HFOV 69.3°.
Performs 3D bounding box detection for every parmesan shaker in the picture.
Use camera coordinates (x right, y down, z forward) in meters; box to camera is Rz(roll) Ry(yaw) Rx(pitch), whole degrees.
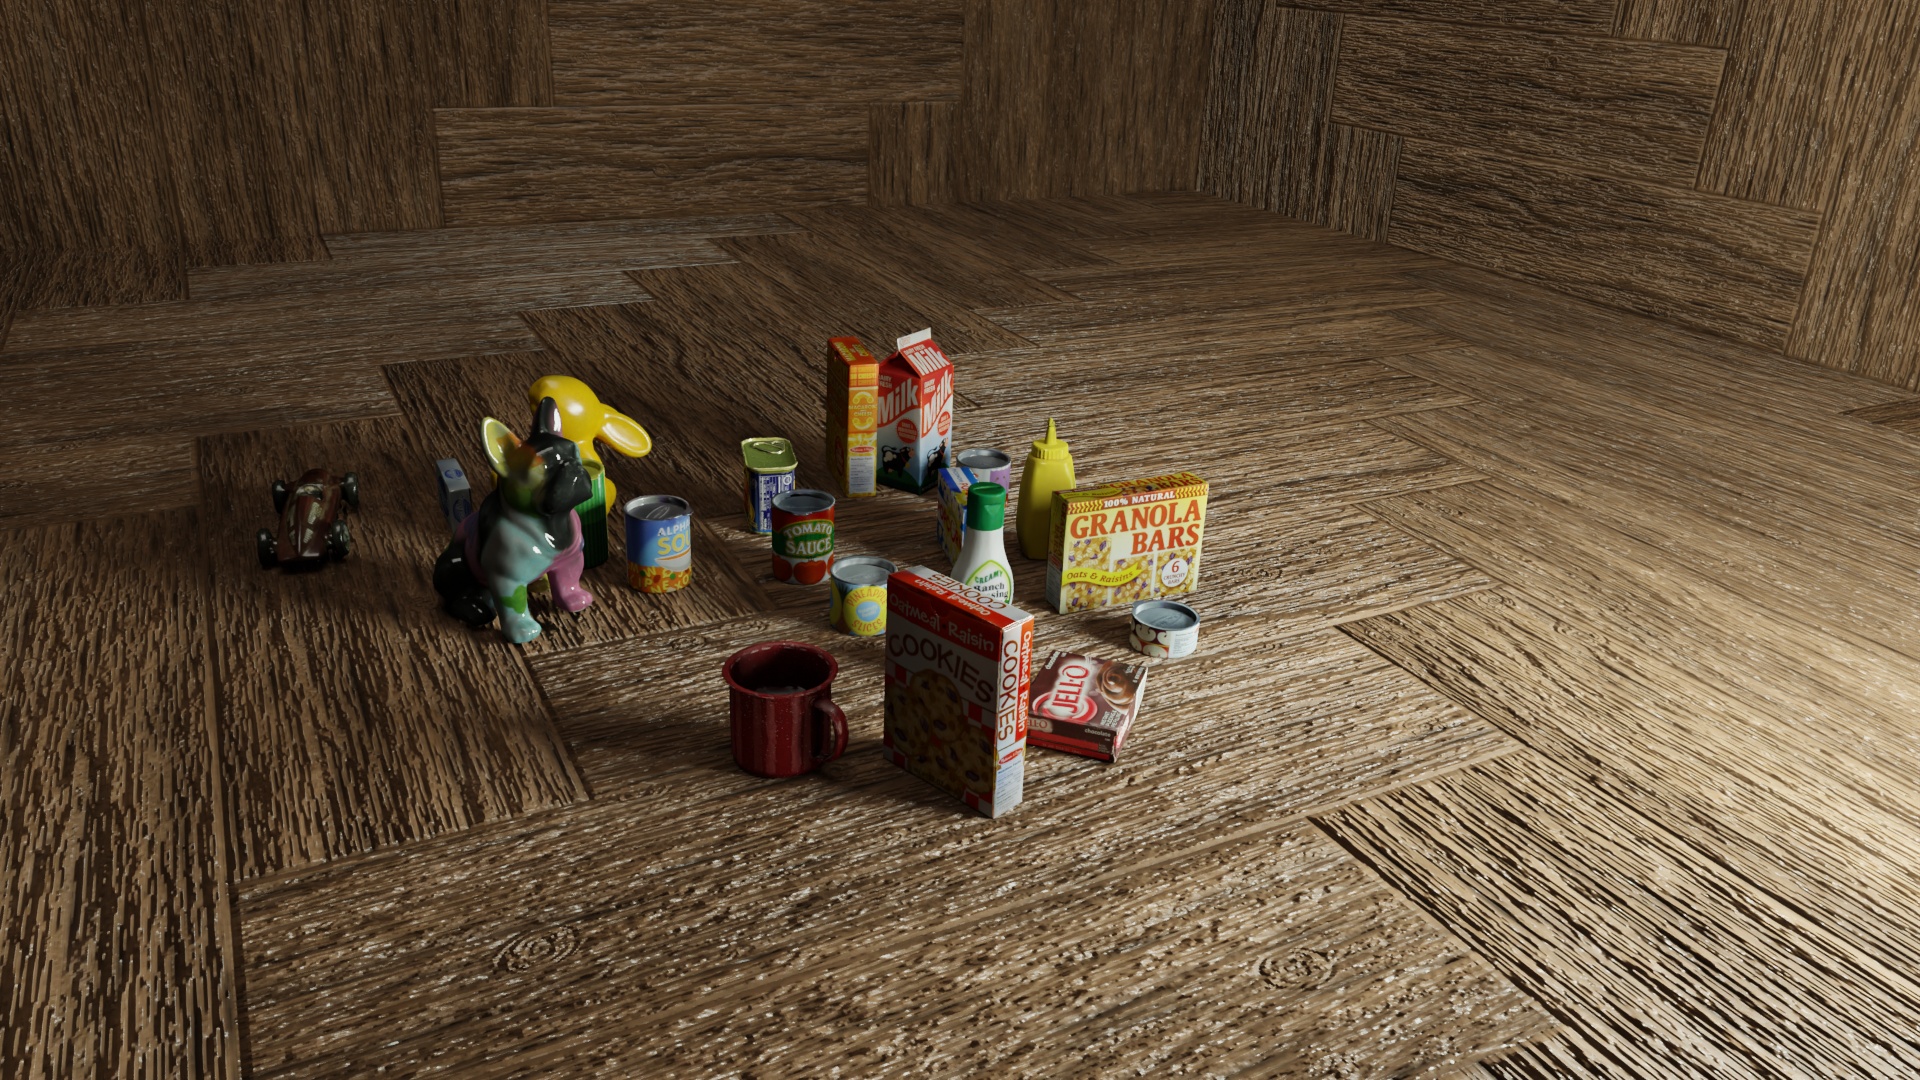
[{"bbox_3d":[-0.404,-0.027,1.459,0.071,0.102,0.071,2,23,-1],"label":"parmesan shaker"}]

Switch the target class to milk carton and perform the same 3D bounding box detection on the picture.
[{"bbox_3d":[-0.058,-0.160,1.693,0.073,0.189,0.073,16,26,28],"label":"milk carton"}]

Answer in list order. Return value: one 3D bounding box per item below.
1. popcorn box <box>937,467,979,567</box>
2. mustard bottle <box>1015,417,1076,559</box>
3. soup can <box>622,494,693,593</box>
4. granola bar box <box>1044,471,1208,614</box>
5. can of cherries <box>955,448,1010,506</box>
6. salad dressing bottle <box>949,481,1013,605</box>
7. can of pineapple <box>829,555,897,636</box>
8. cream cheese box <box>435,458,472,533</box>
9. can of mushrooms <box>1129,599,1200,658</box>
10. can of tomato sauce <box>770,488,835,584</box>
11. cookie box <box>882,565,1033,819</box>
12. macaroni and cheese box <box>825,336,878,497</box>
[{"bbox_3d":[0.005,-0.019,1.505,0.038,0.084,0.127,-3,24,-13],"label":"popcorn box"},{"bbox_3d":[0.096,-0.059,1.515,0.065,0.159,0.049,-4,24,-14],"label":"mustard bottle"},{"bbox_3d":[-0.307,0.004,1.422,0.071,0.083,0.071,2,23,-1],"label":"soup can"},{"bbox_3d":[0.170,0.001,1.428,0.166,0.123,0.039,-8,25,-24],"label":"granola bar box"},{"bbox_3d":[0.028,-0.073,1.665,0.071,0.058,0.072,2,23,-1],"label":"can of cherries"},{"bbox_3d":[0.021,0.017,1.346,0.064,0.147,0.044,-7,25,-21],"label":"salad dressing bottle"},{"bbox_3d":[-0.095,0.055,1.359,0.071,0.057,0.071,2,23,-1],"label":"can of pineapple"},{"bbox_3d":[-0.567,-0.050,1.557,0.024,0.053,0.104,-9,26,-26],"label":"cream cheese box"},{"bbox_3d":[0.196,0.085,1.351,0.071,0.033,0.071,2,23,-1],"label":"can of mushrooms"},{"bbox_3d":[-0.165,-0.003,1.454,0.071,0.082,0.071,2,23,-1],"label":"can of tomato sauce"},{"bbox_3d":[-0.005,0.117,1.090,0.123,0.166,0.040,22,30,38],"label":"cookie box"},{"bbox_3d":[-0.134,-0.152,1.695,0.040,0.165,0.124,-5,24,-17],"label":"macaroni and cheese box"}]
